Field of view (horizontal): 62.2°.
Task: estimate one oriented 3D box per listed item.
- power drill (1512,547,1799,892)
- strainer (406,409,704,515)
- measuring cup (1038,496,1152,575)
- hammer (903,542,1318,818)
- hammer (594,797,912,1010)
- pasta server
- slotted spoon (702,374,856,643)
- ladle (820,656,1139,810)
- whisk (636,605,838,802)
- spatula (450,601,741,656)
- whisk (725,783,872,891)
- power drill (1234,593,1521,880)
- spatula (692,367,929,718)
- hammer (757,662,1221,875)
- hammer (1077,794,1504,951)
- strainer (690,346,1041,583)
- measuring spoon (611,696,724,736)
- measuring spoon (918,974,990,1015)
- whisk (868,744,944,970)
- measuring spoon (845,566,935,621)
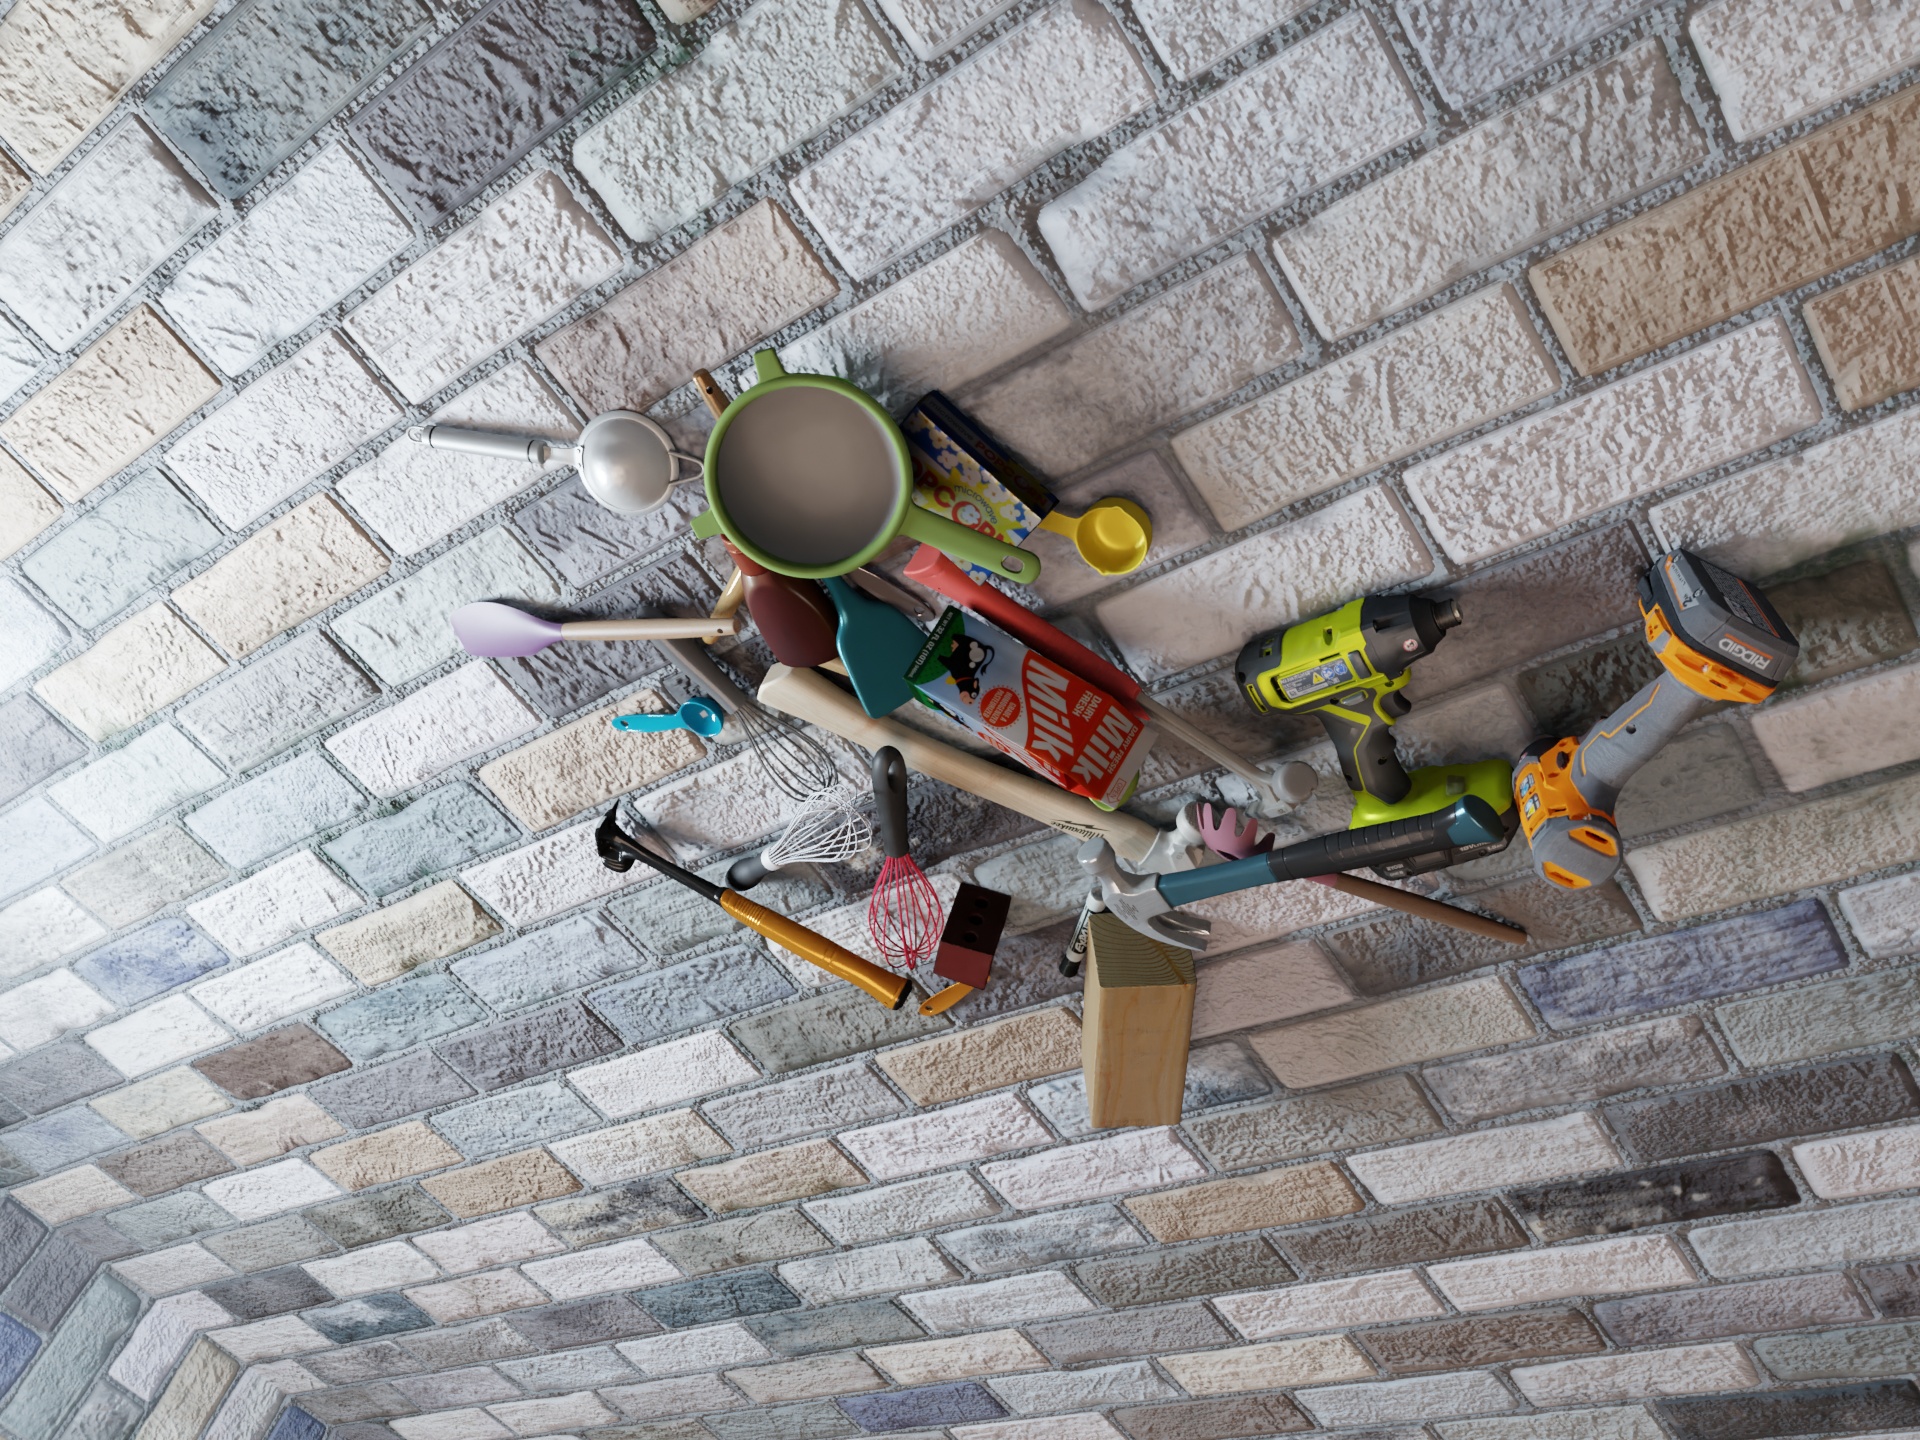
[{"bbox_3d":[0.477,-0.005,1.136,0.084,0.164,0.226,26,119,-5],"label":"power drill"},{"bbox_3d":[-0.333,-0.213,1.280,0.258,0.050,0.086,10,115,14],"label":"strainer"},{"bbox_3d":[0.073,-0.159,1.212,0.156,0.029,0.062,22,131,15],"label":"measuring cup"},{"bbox_3d":[0.113,-0.033,1.268,0.359,0.037,0.149,33,171,0],"label":"hammer"},{"bbox_3d":[-0.198,0.182,1.516,0.337,0.034,0.127,28,155,4],"label":"hammer"},{"bbox_3d":[0.341,0.134,1.344,0.316,0.040,0.060,18,173,-11],"label":"pasta server"},{"bbox_3d":[-0.149,-0.162,1.273,0.070,0.031,0.313,28,133,-10],"label":"slotted spoon"},{"bbox_3d":[-0.002,-0.004,1.331,0.320,0.062,0.078,19,145,9],"label":"ladle"},{"bbox_3d":[-0.198,-0.014,1.404,0.055,0.055,0.238,-32,110,36],"label":"whisk"},{"bbox_3d":[-0.323,-0.080,1.380,0.316,0.018,0.059,1,127,28],"label":"spatula"},{"bbox_3d":[-0.158,0.119,1.457,0.070,0.070,0.284,37,147,-14],"label":"whisk"},{"bbox_3d":[0.338,0.008,1.230,0.171,0.080,0.223,-21,117,32],"label":"power drill"},{"bbox_3d":[-0.116,-0.139,1.237,0.082,0.044,0.317,-35,124,-3],"label":"spatula"},{"bbox_3d":[0.014,0.056,1.398,0.410,0.038,0.146,23,133,-2],"label":"hammer"},{"bbox_3d":[0.263,0.113,1.266,0.331,0.033,0.128,-17,123,33],"label":"hammer"},{"bbox_3d":[-0.059,-0.165,1.170,0.256,0.069,0.151,22,114,-8],"label":"strainer"},{"bbox_3d":[-0.267,-0.005,1.453,0.129,0.021,0.042,-3,130,31],"label":"measuring spoon"},{"bbox_3d":[-0.007,0.273,1.607,0.021,0.011,0.117,37,133,-14],"label":"measuring spoon"},{"bbox_3d":[-0.056,0.128,1.446,0.073,0.073,0.295,8,136,11],"label":"whisk"},{"bbox_3d":[-0.072,-0.117,1.297,0.124,0.018,0.034,31,133,-18],"label":"measuring spoon"}]
